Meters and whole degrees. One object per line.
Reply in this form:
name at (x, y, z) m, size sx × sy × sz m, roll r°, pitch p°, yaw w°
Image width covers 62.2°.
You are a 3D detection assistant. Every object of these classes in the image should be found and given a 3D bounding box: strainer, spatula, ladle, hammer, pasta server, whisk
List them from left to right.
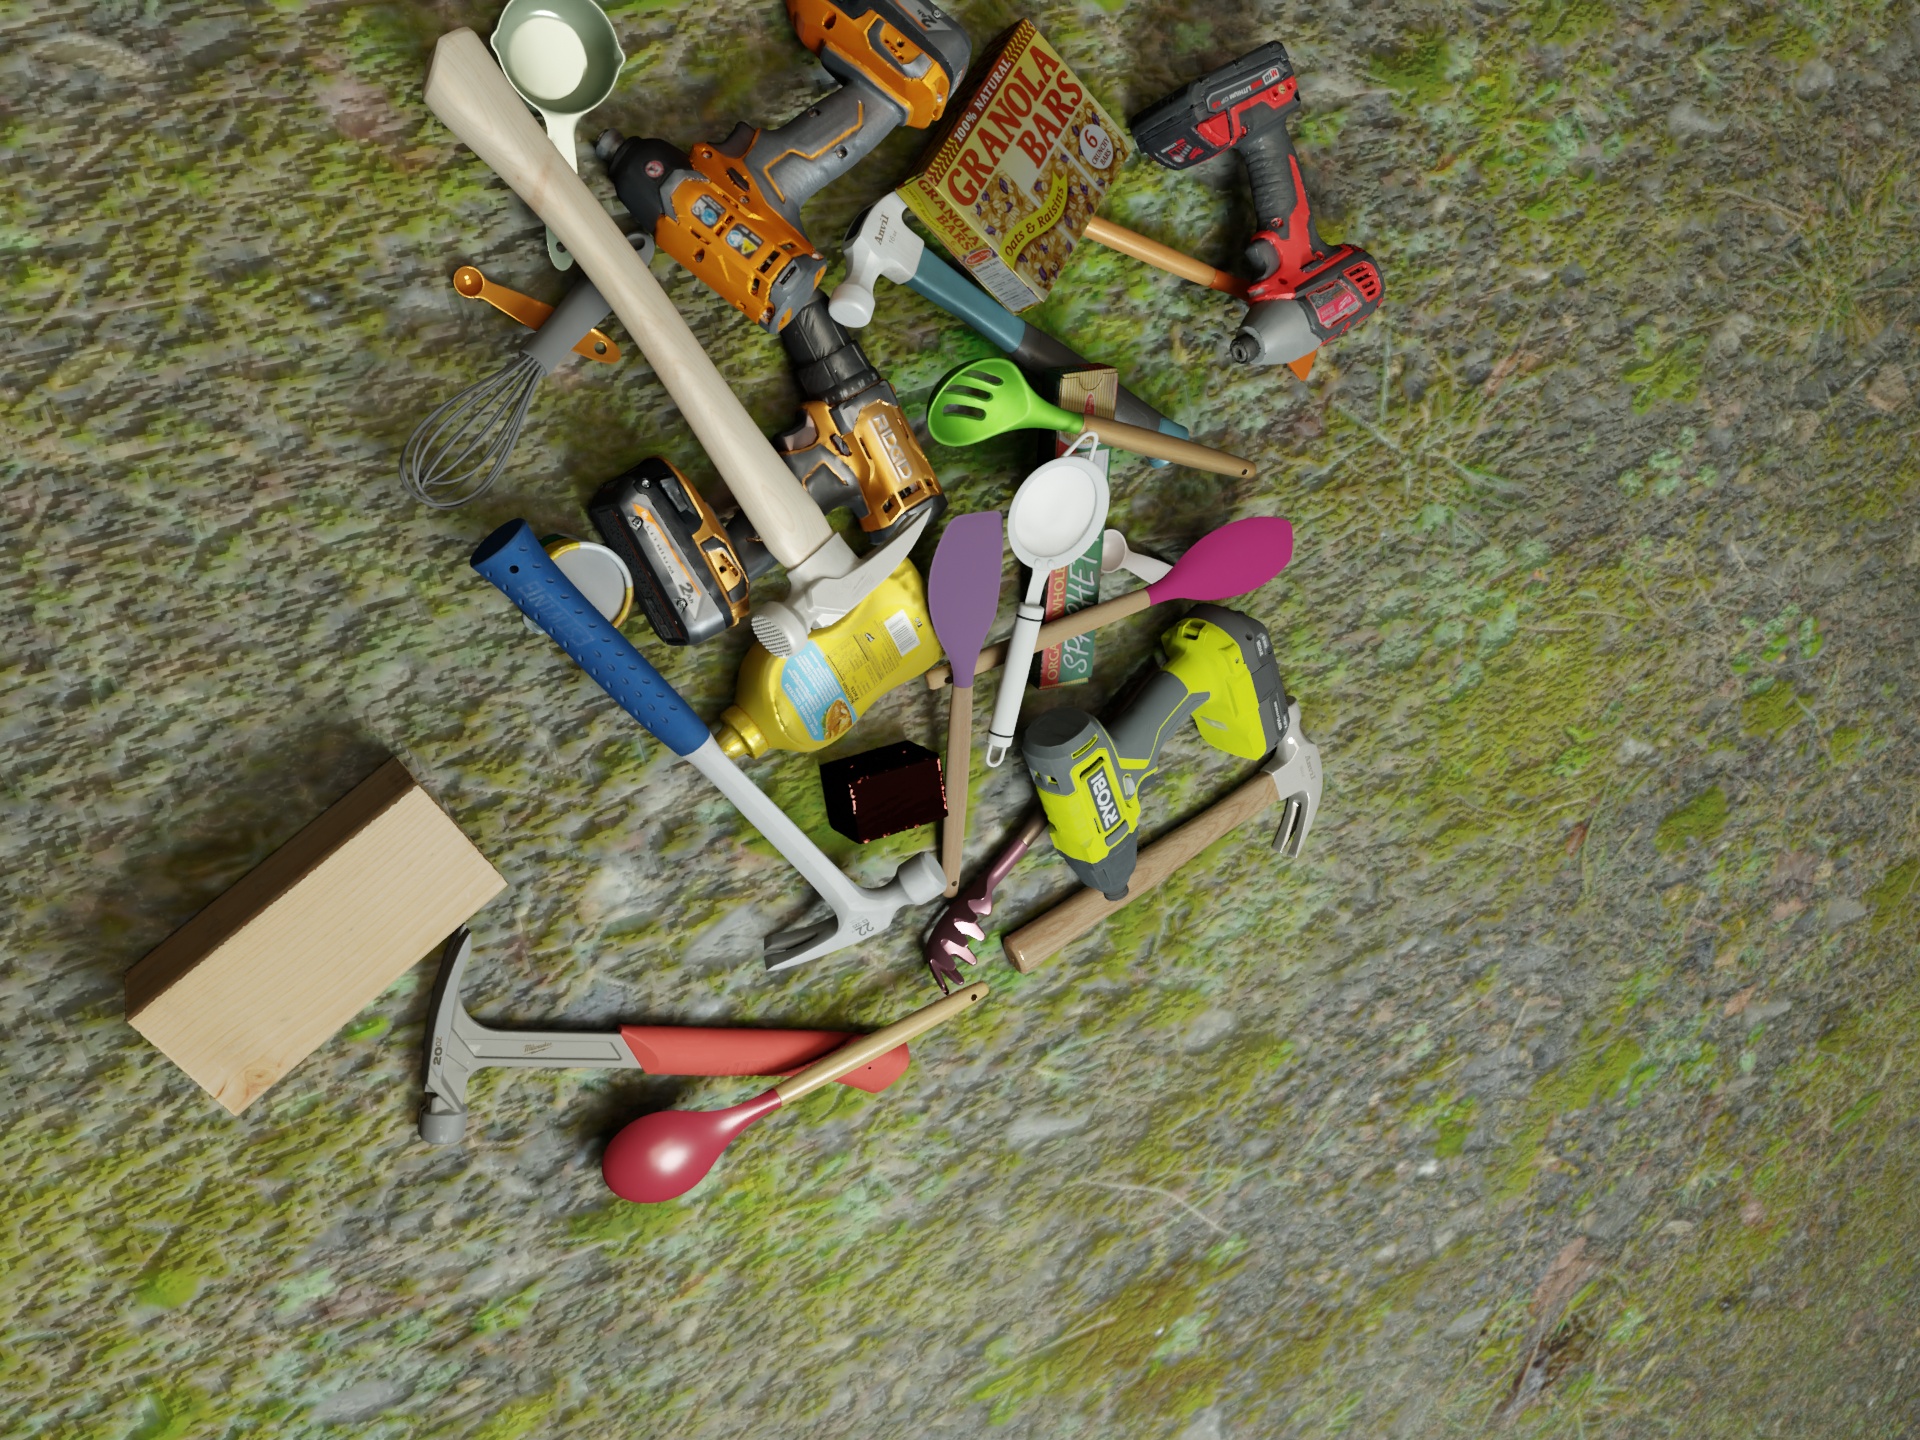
whisk at (-0.264, -0.223, 0.995) m, size 0.055 × 0.055 × 0.239 m, roll 46°, pitch 65°, yaw -28°
hammer at (-0.178, -0.242, 0.988) m, size 0.146 × 0.038 × 0.410 m, roll -44°, pitch 108°, yaw -27°
hammer at (-0.200, 0.229, 1.148) m, size 0.358 × 0.037 × 0.149 m, roll 8°, pitch 97°, yaw -30°
hammer at (-0.175, 0.026, 1.060) m, size 0.144 × 0.035 × 0.405 m, roll -32°, pitch 125°, yaw 11°
ladle at (-0.112, 0.265, 1.167) m, size 0.315 × 0.031 × 0.069 m, roll -24°, pitch 110°, yaw -24°
spatula at (-0.002, -0.004, 1.174) m, size 0.059 × 0.018 × 0.315 m, roll -12°, pitch 121°, yaw -27°
hammer at (0.050, -0.274, 1.167) m, size 0.330 × 0.033 × 0.128 m, roll 26°, pitch 68°, yaw -35°
strainer at (0.050, -0.087, 1.153) m, size 0.086 × 0.050 × 0.258 m, roll 2°, pitch 108°, yaw -35°
pasta server at (0.071, 0.080, 1.265) m, size 0.316 × 0.040 × 0.060 m, roll -51°, pitch 160°, yaw -13°
hammer at (0.176, 0.113, 1.334) m, size 0.331 × 0.031 × 0.130 m, roll -31°, pitch 113°, yaw -20°
spatula at (0.170, -0.352, 1.238) m, size 0.322 × 0.041 × 0.081 m, roll 14°, pitch 93°, yaw -26°

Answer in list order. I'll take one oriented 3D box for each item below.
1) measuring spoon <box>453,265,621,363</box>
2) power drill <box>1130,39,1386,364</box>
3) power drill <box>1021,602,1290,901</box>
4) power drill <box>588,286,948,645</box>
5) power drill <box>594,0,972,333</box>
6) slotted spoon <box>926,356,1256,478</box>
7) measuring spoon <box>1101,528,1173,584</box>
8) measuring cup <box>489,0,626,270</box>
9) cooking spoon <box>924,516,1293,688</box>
measuring spoon at (-0.271, -0.258, 1.021) m, size 0.116 × 0.011 × 0.021 m, roll 22°, pitch 82°, yaw -34°
power drill at (0.226, -0.381, 1.205) m, size 0.143 × 0.078 × 0.219 m, roll -34°, pitch 105°, yaw -23°
power drill at (0.156, 0.024, 1.255) m, size 0.223 × 0.080 × 0.171 m, roll -39°, pitch 126°, yaw -25°
power drill at (-0.135, -0.174, 1.074) m, size 0.226 × 0.084 × 0.185 m, roll -34°, pitch 107°, yaw -24°
power drill at (-0.117, -0.386, 1.029) m, size 0.164 × 0.084 × 0.226 m, roll 37°, pitch 84°, yaw -6°
slotted spoon at (0.101, -0.206, 1.138) m, size 0.313 × 0.031 × 0.070 m, roll 6°, pitch 128°, yaw -37°
measuring spoon at (0.146, -0.122, 1.281) m, size 0.124 × 0.018 × 0.034 m, roll 19°, pitch 89°, yaw -38°
measuring cup at (-0.254, -0.367, 0.991) m, size 0.083 × 0.038 × 0.167 m, roll -5°, pitch 105°, yaw -28°
cooking spoon at (0.119, -0.085, 1.211) m, size 0.319 × 0.017 × 0.068 m, roll -21°, pitch 129°, yaw -14°
